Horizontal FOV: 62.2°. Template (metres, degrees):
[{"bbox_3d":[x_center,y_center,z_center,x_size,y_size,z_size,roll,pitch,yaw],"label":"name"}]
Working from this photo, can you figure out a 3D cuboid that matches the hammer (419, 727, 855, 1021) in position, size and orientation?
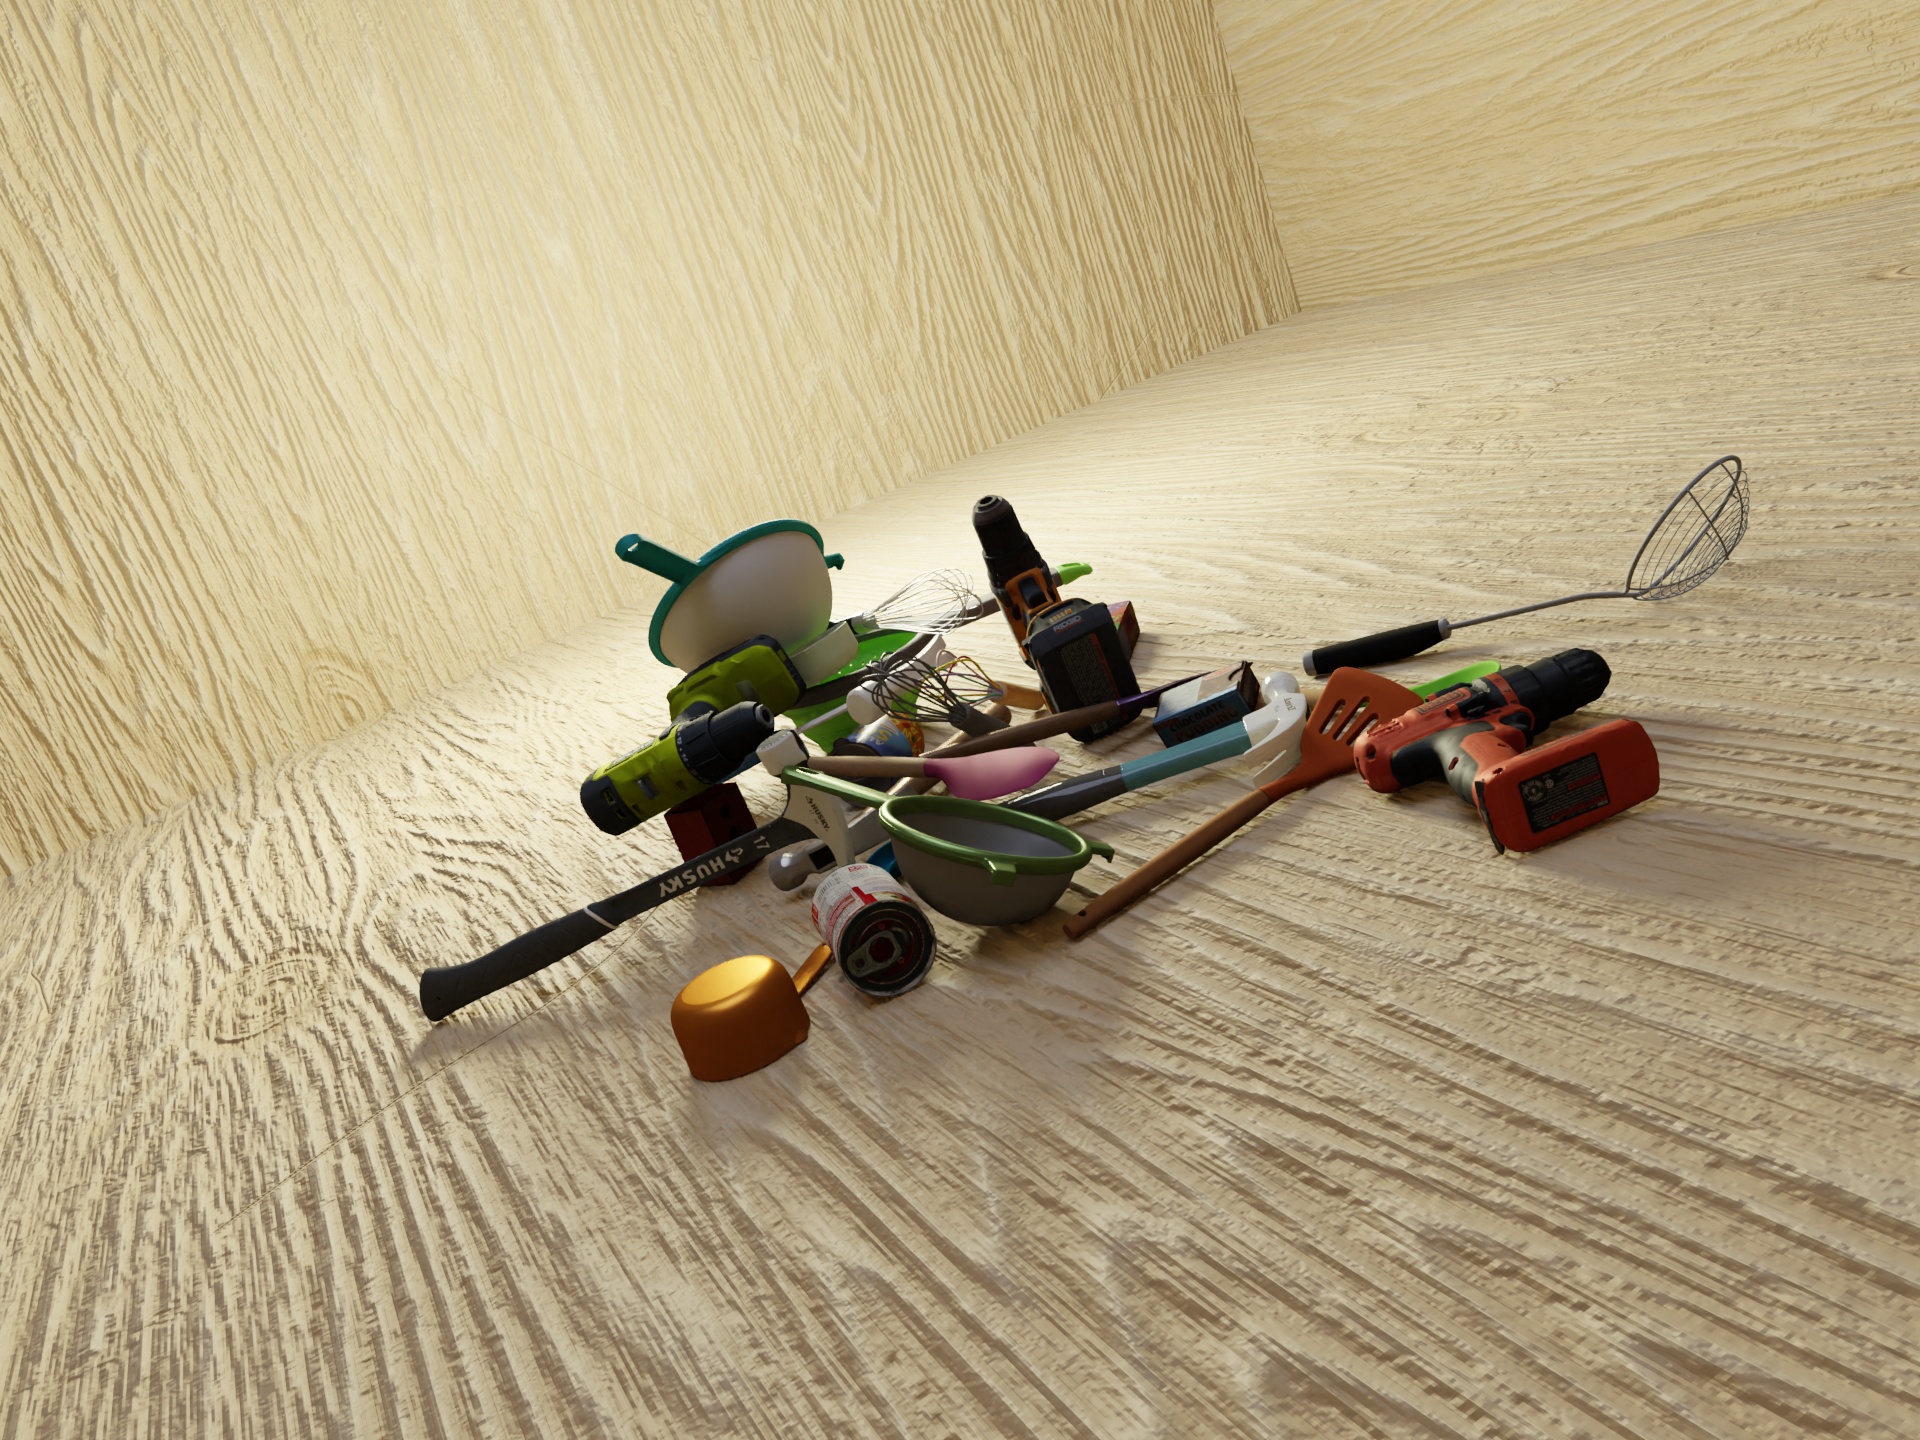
[{"bbox_3d":[-0.268,0.154,1.278,0.409,0.149,0.036,-26,13,16],"label":"hammer"}]

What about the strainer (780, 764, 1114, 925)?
[{"bbox_3d":[-0.031,0.092,1.130,0.256,0.069,0.151,15,11,32],"label":"strainer"}]

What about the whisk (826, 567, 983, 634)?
[{"bbox_3d":[-0.080,-0.107,1.627,0.070,0.070,0.285,-33,15,-38],"label":"whisk"}]

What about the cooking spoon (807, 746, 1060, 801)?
[{"bbox_3d":[-0.041,0.038,1.279,0.319,0.017,0.069,-1,34,49],"label":"cooking spoon"}]

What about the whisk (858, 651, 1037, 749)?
[{"bbox_3d":[-0.003,-0.003,1.333,0.055,0.055,0.238,-10,-23,33],"label":"whisk"}]

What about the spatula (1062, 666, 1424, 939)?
[{"bbox_3d":[0.194,0.059,1.115,0.322,0.041,0.081,-31,38,-26],"label":"spatula"}]

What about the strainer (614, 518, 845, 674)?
[{"bbox_3d":[-0.224,-0.107,1.557,0.211,0.095,0.340,-42,-18,8],"label":"strainer"}]

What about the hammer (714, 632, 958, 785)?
[{"bbox_3d":[-0.161,0.013,1.543,0.405,0.035,0.144,-24,8,47],"label":"hammer"}]

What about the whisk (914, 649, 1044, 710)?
[{"bbox_3d":[0.028,-0.029,1.453,0.051,0.047,0.244,29,8,24],"label":"whisk"}]

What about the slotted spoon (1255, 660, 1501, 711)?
[{"bbox_3d":[0.296,-0.017,1.266,0.070,0.031,0.314,-42,22,-28],"label":"slotted spoon"}]

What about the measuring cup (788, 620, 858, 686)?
[{"bbox_3d":[-0.173,-0.039,1.574,0.167,0.038,0.083,-32,9,12],"label":"measuring cup"}]

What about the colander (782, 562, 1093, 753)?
[{"bbox_3d":[-0.035,-0.057,1.677,0.397,0.094,0.205,-22,16,-3],"label":"colander"}]

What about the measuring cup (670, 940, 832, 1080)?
[{"bbox_3d":[-0.134,0.178,1.105,0.095,0.052,0.174,-11,20,30],"label":"measuring cup"}]

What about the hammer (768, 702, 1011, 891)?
[{"bbox_3d":[-0.034,0.051,1.401,0.130,0.031,0.331,-26,7,34],"label":"hammer"}]

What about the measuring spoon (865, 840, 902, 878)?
[{"bbox_3d":[-0.057,0.135,1.231,0.042,0.021,0.129,-32,22,16],"label":"measuring spoon"}]

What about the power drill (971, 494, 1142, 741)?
[{"bbox_3d":[0.079,-0.101,1.470,0.084,0.185,0.226,-26,30,-2],"label":"power drill"}]

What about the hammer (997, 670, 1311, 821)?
[{"bbox_3d":[0.115,0.049,1.243,0.331,0.033,0.128,-20,22,10],"label":"hammer"}]

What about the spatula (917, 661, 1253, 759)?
[{"bbox_3d":[0.110,-0.003,1.361,0.316,0.018,0.059,-15,-18,-20],"label":"spatula"}]

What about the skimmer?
[{"bbox_3d":[0.448,-0.117,1.291,0.363,0.090,0.127,-15,-16,29],"label":"skimmer"}]

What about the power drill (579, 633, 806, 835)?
[{"bbox_3d":[-0.224,0.005,1.444,0.190,0.080,0.229,-27,15,22],"label":"power drill"}]
